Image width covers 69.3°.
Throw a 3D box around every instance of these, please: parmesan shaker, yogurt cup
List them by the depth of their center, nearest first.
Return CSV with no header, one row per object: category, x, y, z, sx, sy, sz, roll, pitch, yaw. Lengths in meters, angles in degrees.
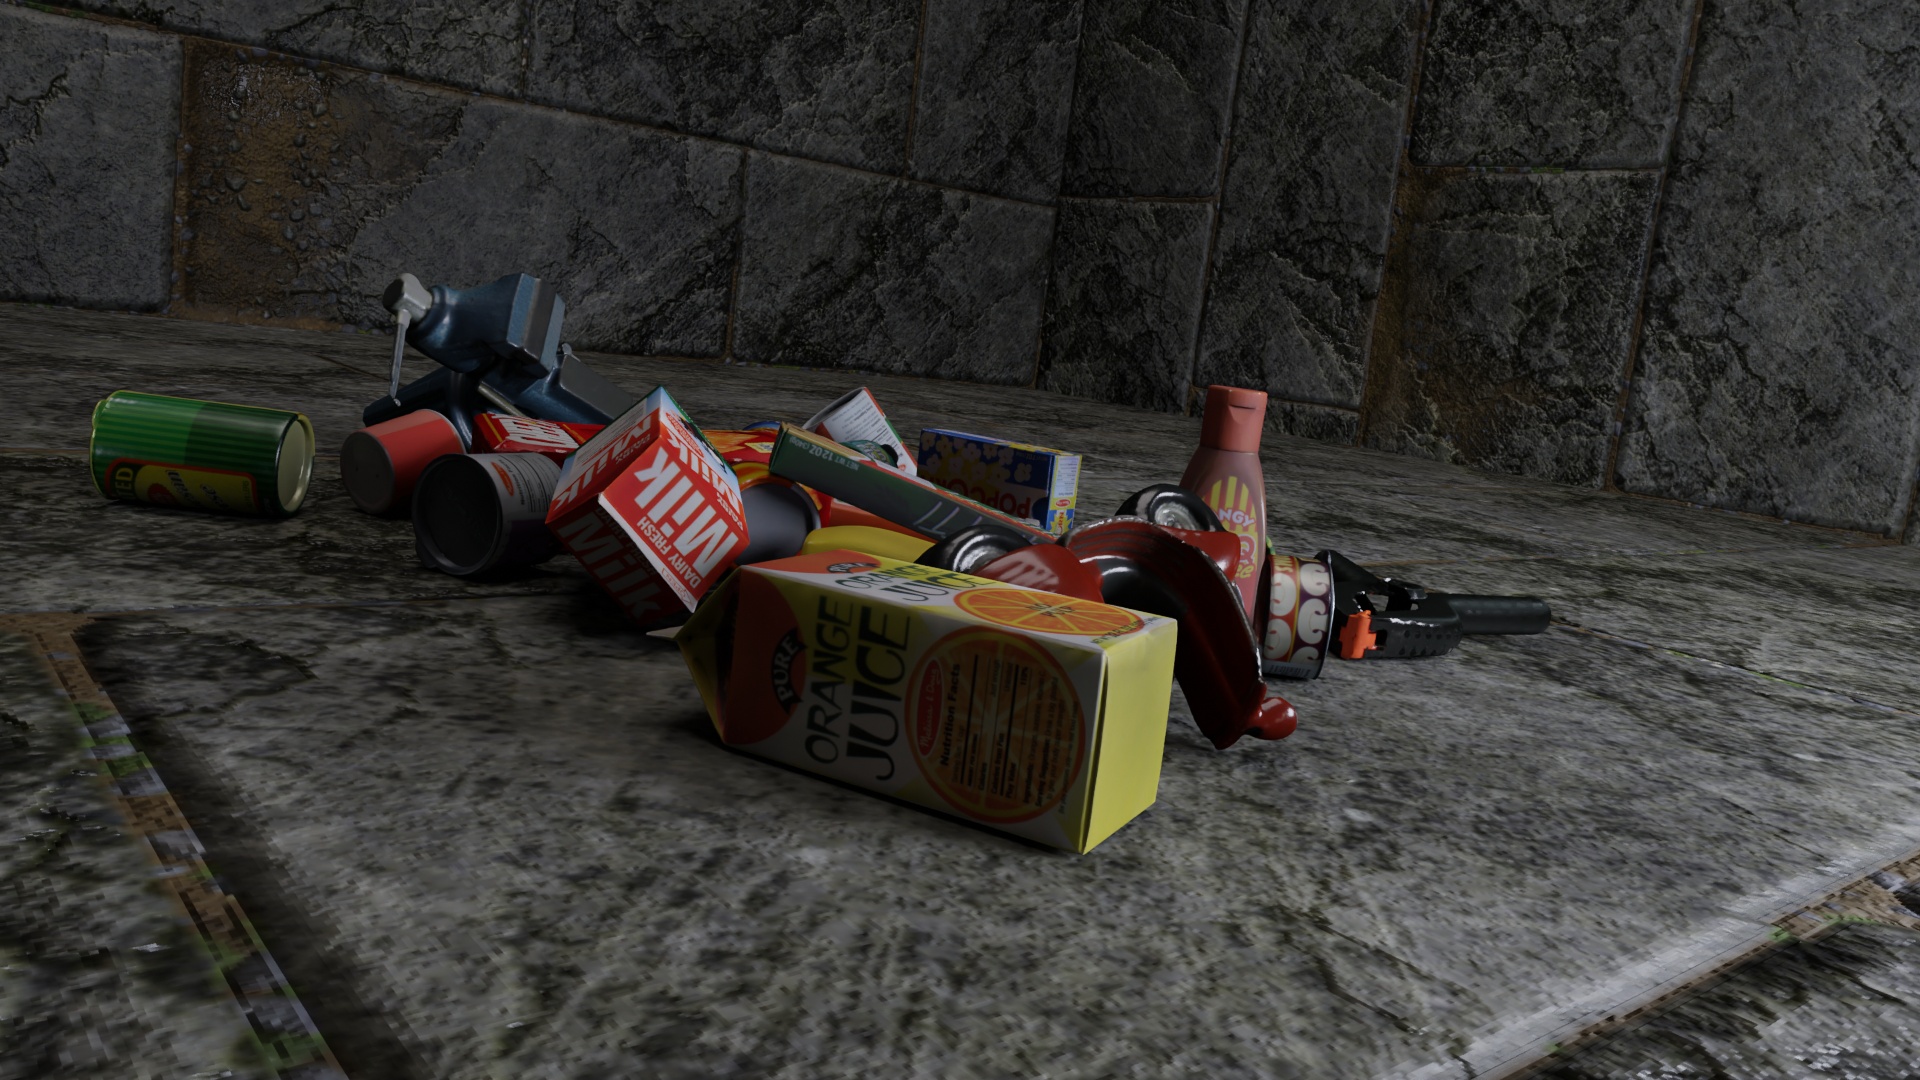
parmesan shaker,-0.453,-0.052,0.834,0.103,0.071,0.071,7,9,-7
yogurt cup,-0.363,-0.048,0.902,0.072,0.072,0.054,12,18,29

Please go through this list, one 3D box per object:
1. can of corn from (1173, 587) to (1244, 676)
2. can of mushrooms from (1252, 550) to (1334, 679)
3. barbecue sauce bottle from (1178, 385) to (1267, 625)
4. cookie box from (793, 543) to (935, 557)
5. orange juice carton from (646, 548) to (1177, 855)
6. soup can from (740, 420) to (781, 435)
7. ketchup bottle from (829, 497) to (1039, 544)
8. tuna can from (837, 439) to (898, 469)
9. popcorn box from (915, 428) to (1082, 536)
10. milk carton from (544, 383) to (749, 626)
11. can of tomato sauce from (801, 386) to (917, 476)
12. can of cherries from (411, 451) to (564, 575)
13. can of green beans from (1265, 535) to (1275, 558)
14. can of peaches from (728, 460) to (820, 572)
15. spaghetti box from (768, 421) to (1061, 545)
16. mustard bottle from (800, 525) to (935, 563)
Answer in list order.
can of corn,0.114,0.036,0.749,0.071,0.071,0.058,8,8,3
can of mushrooms,0.181,0.039,0.757,0.033,0.071,0.071,6,9,6
barbecue sauce bottle,0.161,-0.021,0.862,0.065,0.148,0.044,7,8,-5
cookie box,-0.006,0.031,0.758,0.167,0.040,0.123,8,9,4
orange juice carton,-0.023,0.050,0.526,0.193,0.073,0.072,11,10,27
soup can,-0.154,-0.060,1.111,0.071,0.071,0.084,6,10,-4
ketchup bottle,-0.021,-0.006,0.962,0.149,0.043,0.065,9,13,5
tuna can,-0.081,-0.046,1.078,0.071,0.071,0.033,11,11,24
popcorn box,0.023,-0.032,1.021,0.127,0.085,0.038,14,10,38
milk carton,-0.162,-0.018,0.726,0.073,0.072,0.191,-37,19,0
can of tomato sauce,-0.083,-0.074,1.137,0.071,0.083,0.071,-31,14,9
can of cherries,-0.260,-0.015,0.772,0.071,0.071,0.058,11,9,25
can of green beans,0.169,0.012,0.923,0.071,0.071,0.058,5,9,-11
can of peaches,-0.125,-0.011,0.848,0.071,0.071,0.058,4,10,-20
spaghetti box,0.003,-0.011,0.845,0.250,0.028,0.050,22,6,-11
mustard bottle,-0.001,0.037,0.667,0.160,0.065,0.049,14,9,-3
